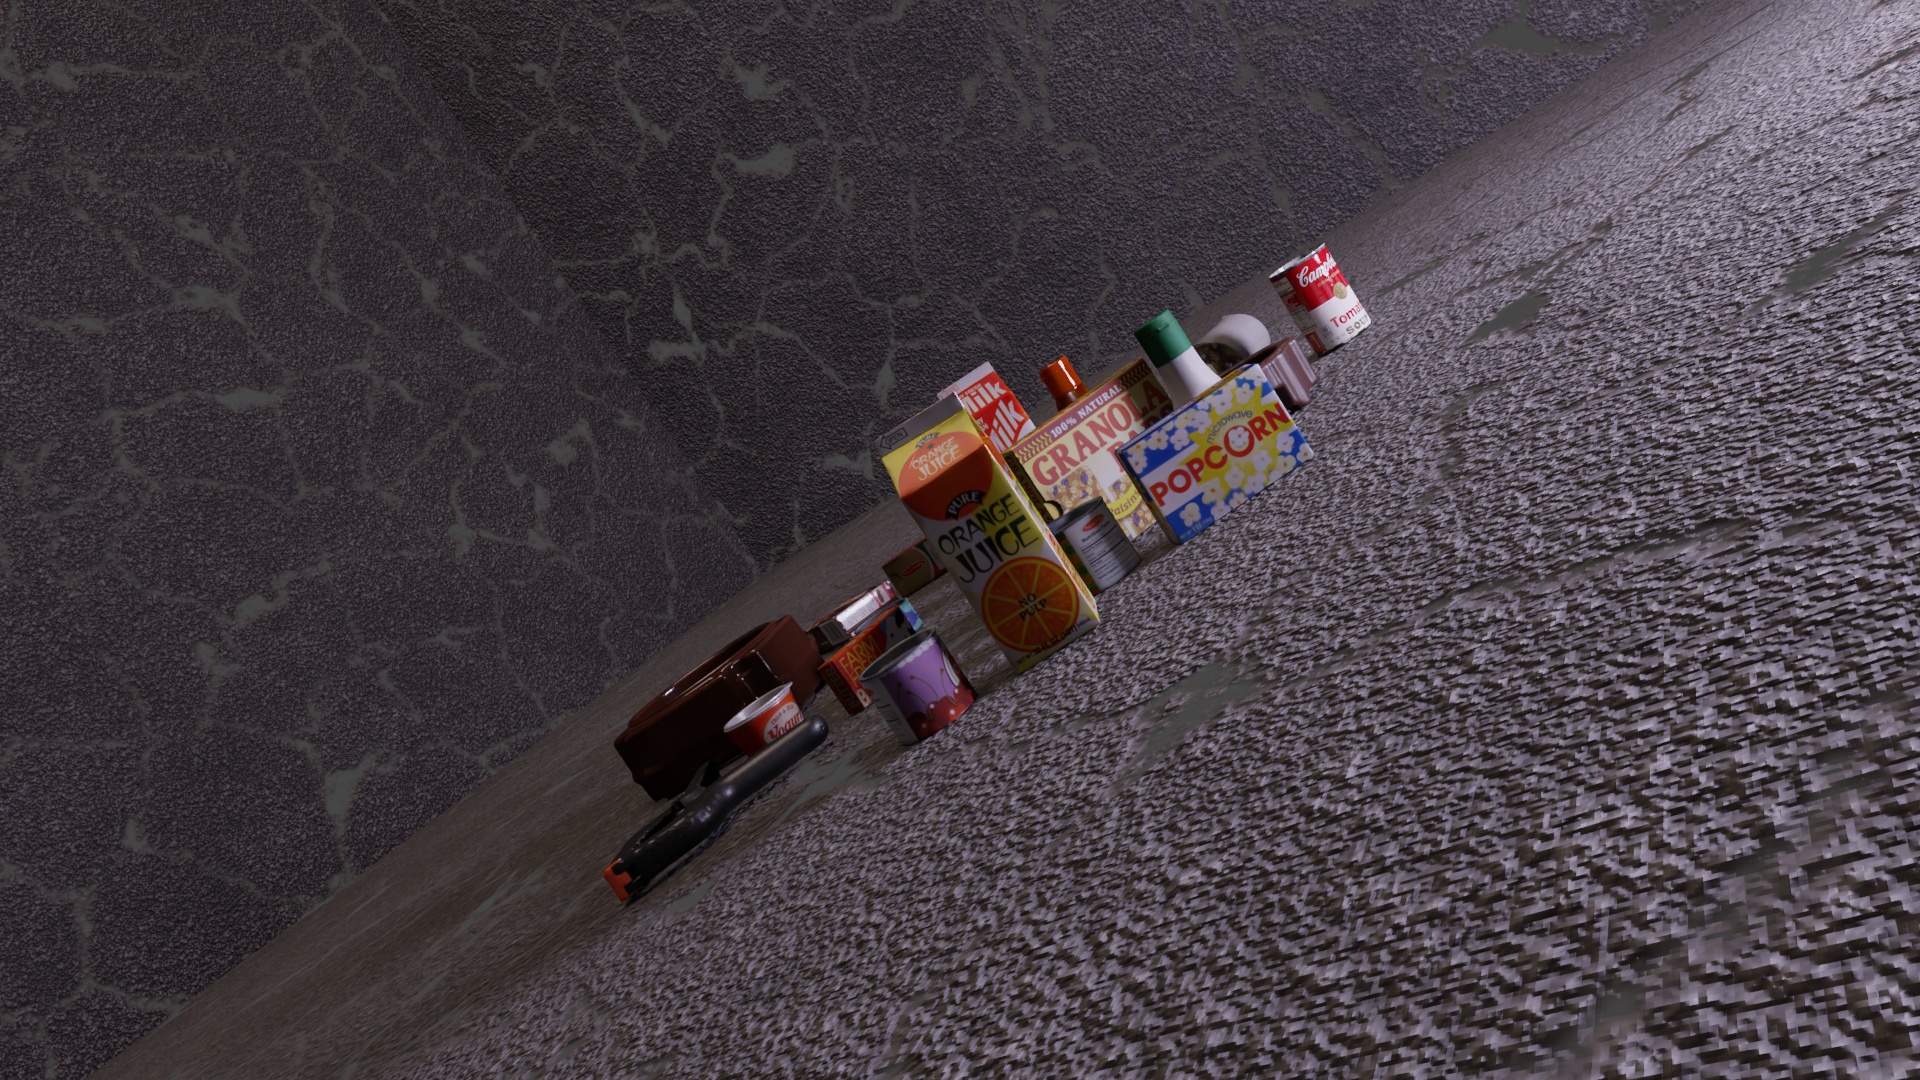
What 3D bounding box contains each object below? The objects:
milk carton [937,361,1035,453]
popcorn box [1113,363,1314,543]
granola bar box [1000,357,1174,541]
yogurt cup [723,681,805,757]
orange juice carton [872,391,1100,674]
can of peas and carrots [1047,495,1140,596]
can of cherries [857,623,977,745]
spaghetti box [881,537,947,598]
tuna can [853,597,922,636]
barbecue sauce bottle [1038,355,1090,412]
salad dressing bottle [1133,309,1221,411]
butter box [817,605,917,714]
[{"bbox_3d":[0.055,-0.104,1.568,0.072,0.190,0.073,-33,6,0],"label":"milk carton"},{"bbox_3d":[0.193,-0.067,1.062,0.127,0.085,0.038,-34,6,-3],"label":"popcorn box"},{"bbox_3d":[0.126,-0.063,1.194,0.166,0.124,0.039,-36,6,-26],"label":"granola bar box"},{"bbox_3d":[-0.165,0.167,1.217,0.072,0.054,0.072,-33,6,4],"label":"yogurt cup"},{"bbox_3d":[0.019,-0.008,0.994,0.072,0.192,0.073,-33,6,7],"label":"orange juice carton"},{"bbox_3d":[0.098,0.007,1.092,0.071,0.058,0.071,-33,6,4],"label":"can of peas and carrots"},{"bbox_3d":[-0.028,0.103,0.993,0.071,0.058,0.071,-33,6,4],"label":"can of cherries"},{"bbox_3d":[0.021,-0.015,1.705,0.250,0.050,0.029,-32,6,8],"label":"spaghetti box"},{"bbox_3d":[-0.074,0.090,1.449,0.071,0.033,0.071,-33,6,4],"label":"tuna can"},{"bbox_3d":[0.143,-0.140,1.589,0.044,0.148,0.065,-35,6,-11],"label":"barbecue sauce bottle"},{"bbox_3d":[0.203,-0.127,1.191,0.064,0.147,0.044,-34,6,-8],"label":"salad dressing bottle"},{"bbox_3d":[-0.077,0.106,1.242,0.024,0.053,0.104,-28,8,45],"label":"butter box"}]
